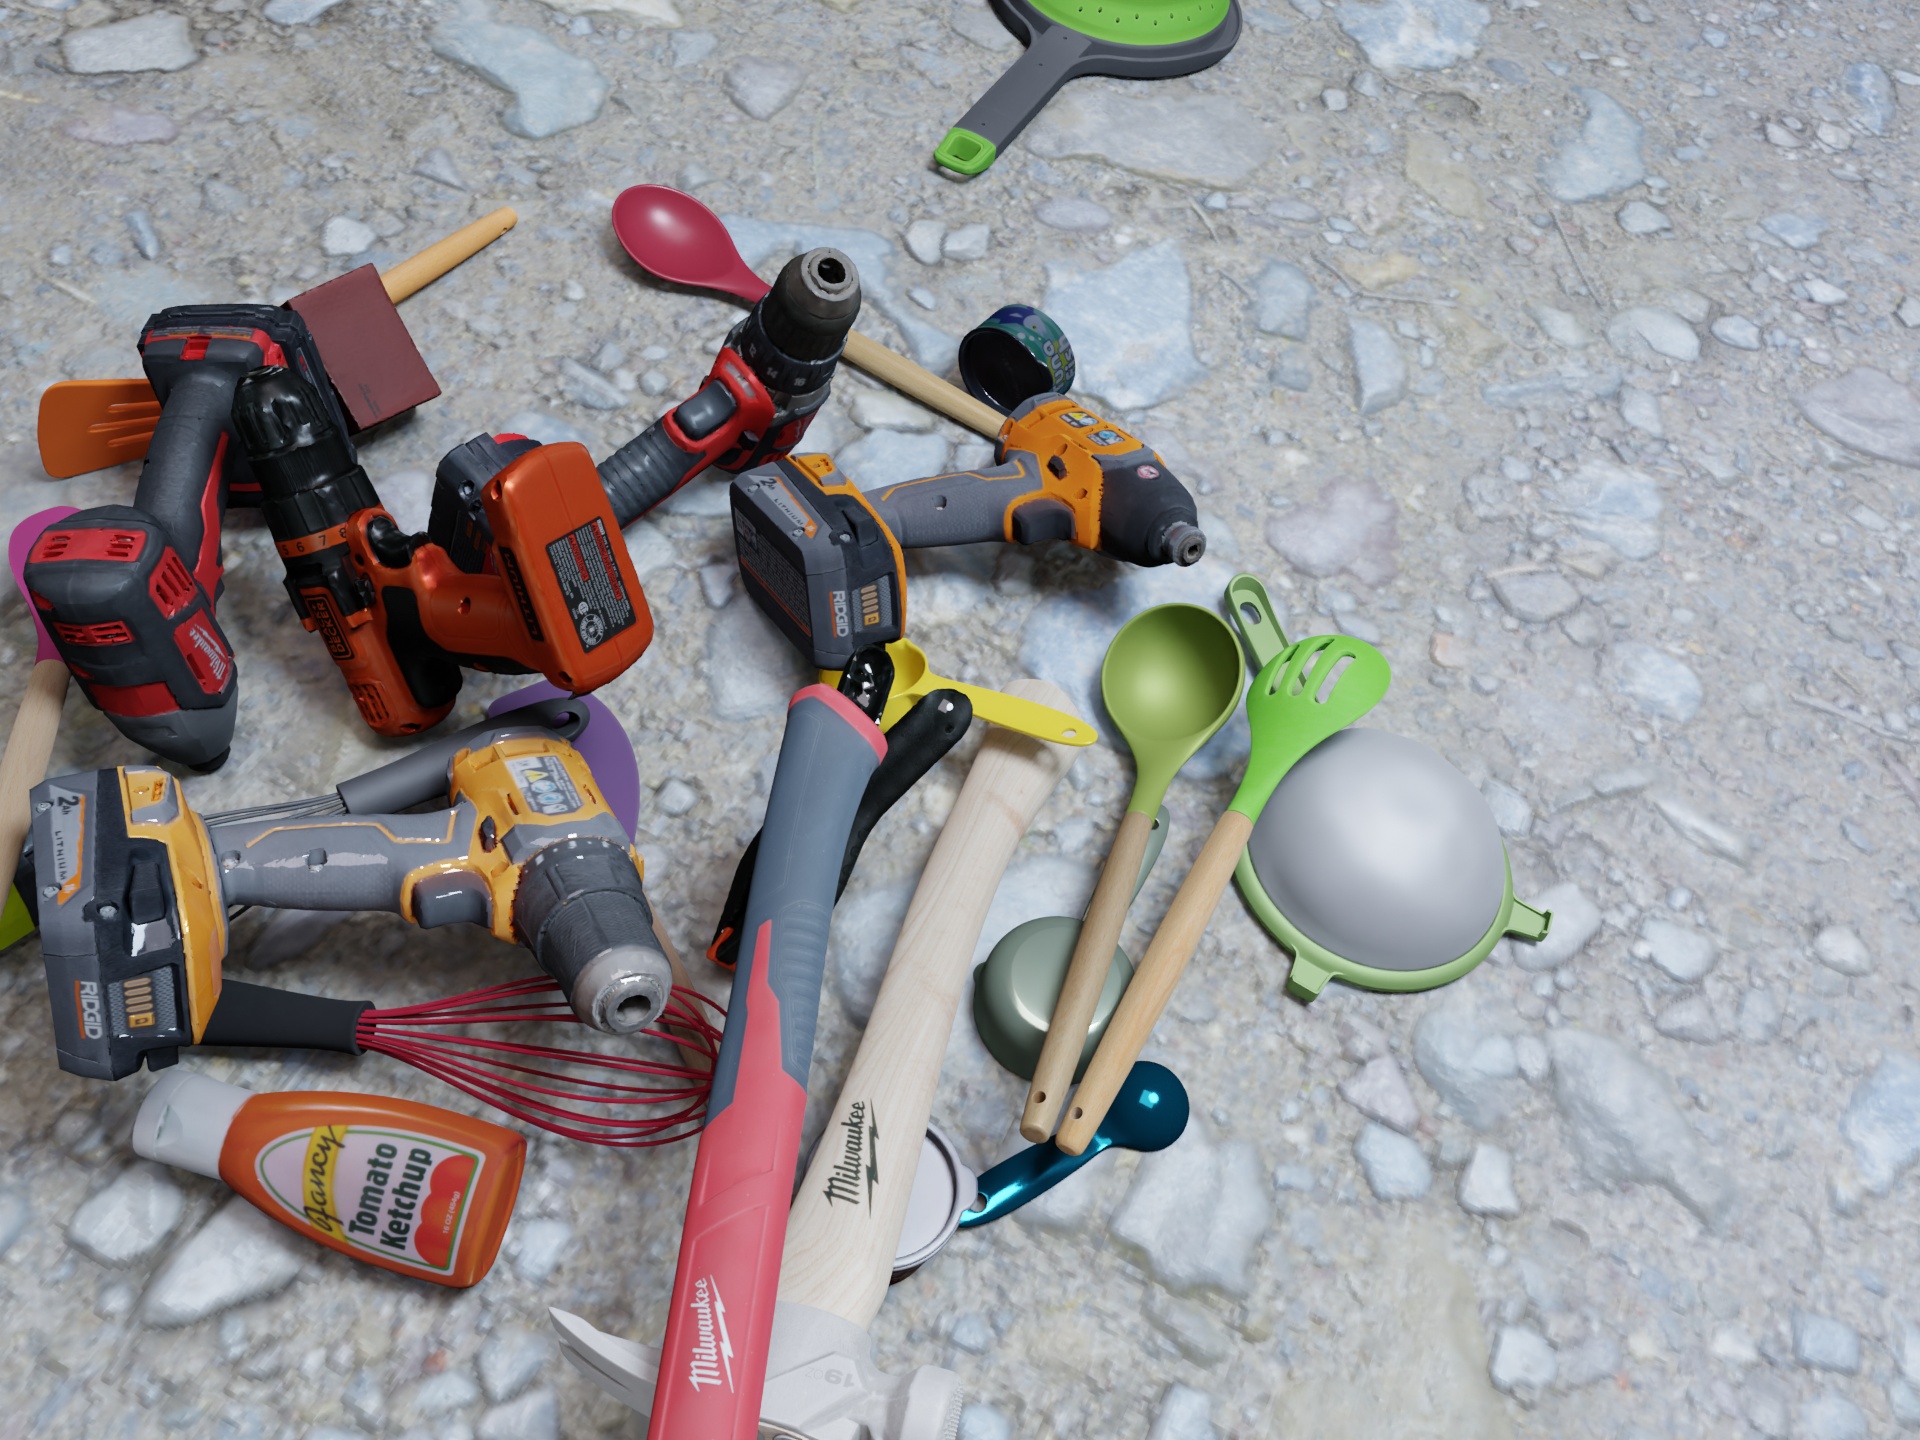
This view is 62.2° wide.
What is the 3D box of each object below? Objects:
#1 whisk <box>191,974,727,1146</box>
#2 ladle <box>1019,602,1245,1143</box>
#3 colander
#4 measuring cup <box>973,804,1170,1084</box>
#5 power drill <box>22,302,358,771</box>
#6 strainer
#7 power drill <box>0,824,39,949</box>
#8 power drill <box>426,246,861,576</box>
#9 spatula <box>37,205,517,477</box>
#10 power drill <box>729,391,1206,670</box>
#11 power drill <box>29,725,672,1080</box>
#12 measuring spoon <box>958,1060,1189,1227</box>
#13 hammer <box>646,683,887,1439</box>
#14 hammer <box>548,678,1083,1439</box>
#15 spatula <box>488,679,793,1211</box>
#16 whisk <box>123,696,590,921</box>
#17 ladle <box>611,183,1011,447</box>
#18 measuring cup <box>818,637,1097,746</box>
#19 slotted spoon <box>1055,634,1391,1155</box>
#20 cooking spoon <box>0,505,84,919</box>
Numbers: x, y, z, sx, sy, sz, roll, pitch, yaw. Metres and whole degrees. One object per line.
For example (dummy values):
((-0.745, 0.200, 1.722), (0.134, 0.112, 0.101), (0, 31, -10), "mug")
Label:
((-0.235, 0.134, 0.676), (0.296, 0.073, 0.073), (6, 55, 4), "whisk")
((0.075, 0.057, 0.750), (0.078, 0.062, 0.320), (-2, 39, 25), "ladle")
((0.090, -0.535, 1.171), (0.204, 0.094, 0.397), (27, 56, 10), "colander")
((0.067, 0.095, 0.764), (0.083, 0.038, 0.168), (27, 58, 10), "measuring cup")
((-0.364, -0.088, 0.767), (0.078, 0.143, 0.220), (-1, 49, 0), "power drill")
((0.200, 0.012, 0.826), (0.151, 0.069, 0.257), (-11, 60, -16), "strainer")
((-0.499, 0.024, 0.701), (0.223, 0.080, 0.171), (40, 54, 14), "power drill")
((-0.151, -0.146, 0.811), (0.227, 0.188, 0.080), (-39, 91, -27), "power drill")
((-0.375, -0.230, 0.913), (0.041, 0.081, 0.323), (41, 52, -1), "spatula")
((0.010, -0.102, 0.843), (0.226, 0.084, 0.164), (-19, 37, -22), "power drill")
((-0.237, 0.076, 0.636), (0.226, 0.084, 0.186), (-7, 32, -29), "power drill")
((0.050, 0.188, 0.707), (0.128, 0.021, 0.042), (-24, 62, -24), "measuring spoon")
((-0.089, 0.142, 0.573), (0.143, 0.038, 0.387), (0, 50, 6), "hammer")
((-0.025, 0.113, 0.689), (0.146, 0.038, 0.411), (10, 40, 11), "hammer")
((-0.143, 0.100, 0.740), (0.060, 0.018, 0.316), (-22, 61, -18), "spatula")
((-0.281, 0.042, 0.736), (0.239, 0.055, 0.055), (-25, 63, -24), "whisk")
((-0.083, -0.243, 0.983), (0.315, 0.031, 0.069), (32, 59, 10), "ladle")
((-0.001, -0.003, 0.800), (0.157, 0.029, 0.062), (17, 43, 27), "measuring cup")
((0.122, 0.067, 0.748), (0.070, 0.031, 0.314), (10, 54, 38), "slotted spoon")
((-0.413, -0.006, 0.715), (0.068, 0.017, 0.319), (21, 29, -31), "cooking spoon")
